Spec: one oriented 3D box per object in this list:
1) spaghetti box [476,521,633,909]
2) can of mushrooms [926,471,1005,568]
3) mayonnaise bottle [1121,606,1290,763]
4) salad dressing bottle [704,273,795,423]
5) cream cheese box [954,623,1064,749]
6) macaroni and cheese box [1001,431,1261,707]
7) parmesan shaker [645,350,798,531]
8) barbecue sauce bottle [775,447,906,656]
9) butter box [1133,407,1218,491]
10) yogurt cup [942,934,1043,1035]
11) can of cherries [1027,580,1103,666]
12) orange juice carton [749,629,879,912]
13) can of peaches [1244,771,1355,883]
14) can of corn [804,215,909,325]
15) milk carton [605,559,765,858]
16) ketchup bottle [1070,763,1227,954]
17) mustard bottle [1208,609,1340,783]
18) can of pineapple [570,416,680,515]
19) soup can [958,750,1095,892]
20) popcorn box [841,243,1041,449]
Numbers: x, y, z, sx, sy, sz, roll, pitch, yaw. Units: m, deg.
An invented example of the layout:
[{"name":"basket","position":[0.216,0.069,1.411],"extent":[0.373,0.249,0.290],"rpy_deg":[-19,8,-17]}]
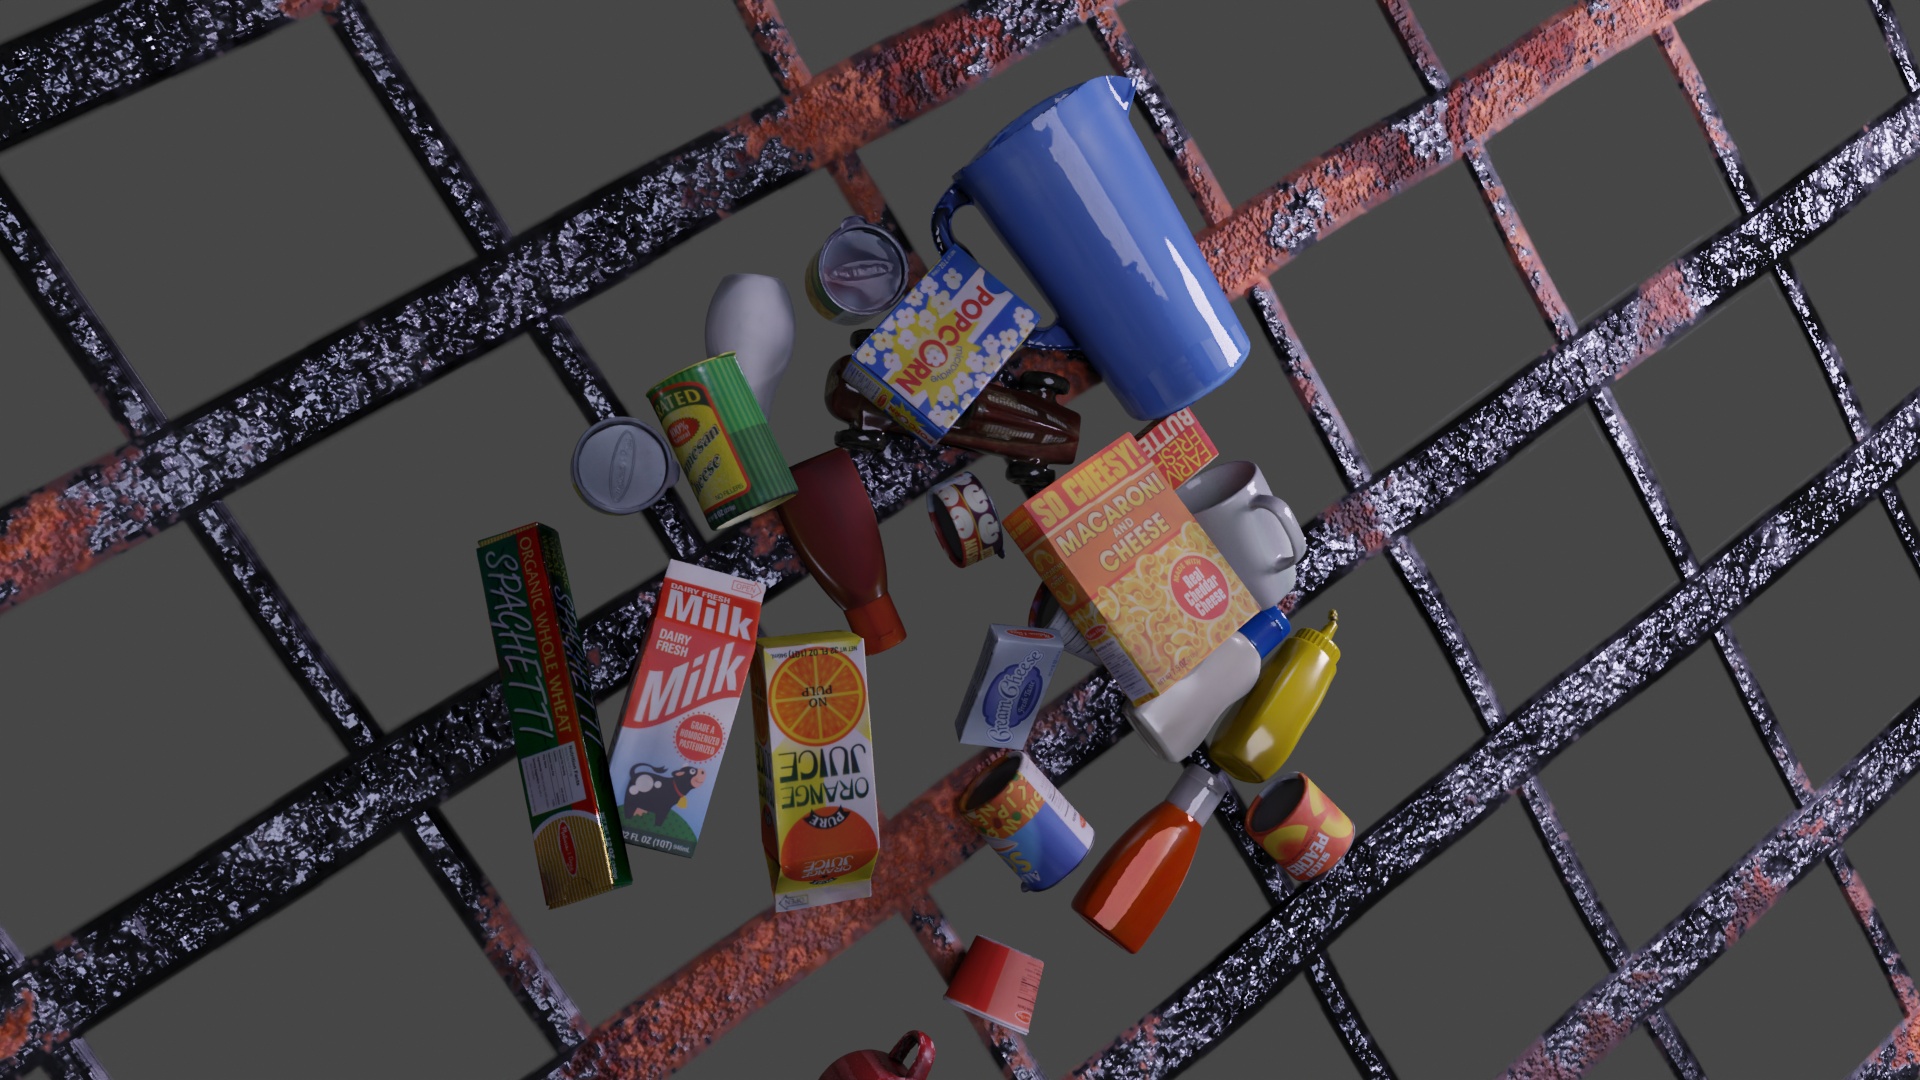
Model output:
[{"name":"spaghetti box","position":[-0.268,0.111,0.912],"extent":[0.050,0.028,0.250],"rpy_deg":[-19,75,11]},{"name":"can of mushrooms","position":[0.004,-0.013,1.027],"extent":[0.033,0.071,0.071],"rpy_deg":[-23,96,-16]},{"name":"mayonnaise bottle","position":[0.199,0.107,1.101],"extent":[0.148,0.041,0.064],"rpy_deg":[-40,102,-15]},{"name":"salad dressing bottle","position":[-0.153,-0.114,0.993],"extent":[0.064,0.044,0.147],"rpy_deg":[5,89,-19]},{"name":"cream cheese box","position":[0.035,0.108,1.029],"extent":[0.053,0.024,0.103],"rpy_deg":[8,123,-17]},{"name":"macaroni and cheese box","position":[0.126,0.020,1.022],"extent":[0.124,0.040,0.166],"rpy_deg":[-34,85,-33]},{"name":"parmesan shaker","position":[-0.158,-0.066,0.936],"extent":[0.071,0.071,0.103],"rpy_deg":[-25,89,-16]},{"name":"barbecue sauce bottle","position":[-0.084,0.010,1.012],"extent":[0.065,0.043,0.148],"rpy_deg":[-25,97,-17]},{"name":"butter box","position":[0.150,-0.058,1.097],"extent":[0.104,0.024,0.053],"rpy_deg":[-39,101,-14]},{"name":"yogurt cup","position":[0.027,0.328,1.030],"extent":[0.072,0.072,0.054],"rpy_deg":[27,73,-15]},{"name":"can of cherries","position":[0.091,0.053,1.057],"extent":[0.058,0.071,0.071],"rpy_deg":[25,82,-15]},{"name":"orange juice carton","position":[-0.104,0.164,0.986],"extent":[0.072,0.073,0.192],"rpy_deg":[-5,91,-18]},{"name":"can of peaches","position":[0.269,0.228,1.104],"extent":[0.058,0.071,0.071],"rpy_deg":[45,77,-11]},{"name":"can of corn","position":[-0.077,-0.195,1.010],"extent":[0.071,0.058,0.071],"rpy_deg":[0,89,-17]},{"name":"milk carton","position":[-0.194,0.113,0.958],"extent":[0.072,0.073,0.190],"rpy_deg":[17,84,-14]},{"name":"ketchup bottle","position":[0.152,0.243,1.081],"extent":[0.064,0.043,0.149],"rpy_deg":[41,78,-14]},{"name":"mustard bottle","position":[0.262,0.119,1.109],"extent":[0.049,0.065,0.161],"rpy_deg":[41,74,-8]},{"name":"can of pineapple","position":[-0.233,-0.049,0.958],"extent":[0.071,0.058,0.071],"rpy_deg":[0,89,-17]},{"name":"soup can","position":[0.047,0.211,1.037],"extent":[0.071,0.071,0.083],"rpy_deg":[-44,101,-13]},{"name":"popcorn box","position":[-0.013,-0.139,0.995],"extent":[0.085,0.038,0.127],"rpy_deg":[39,66,-2]}]
